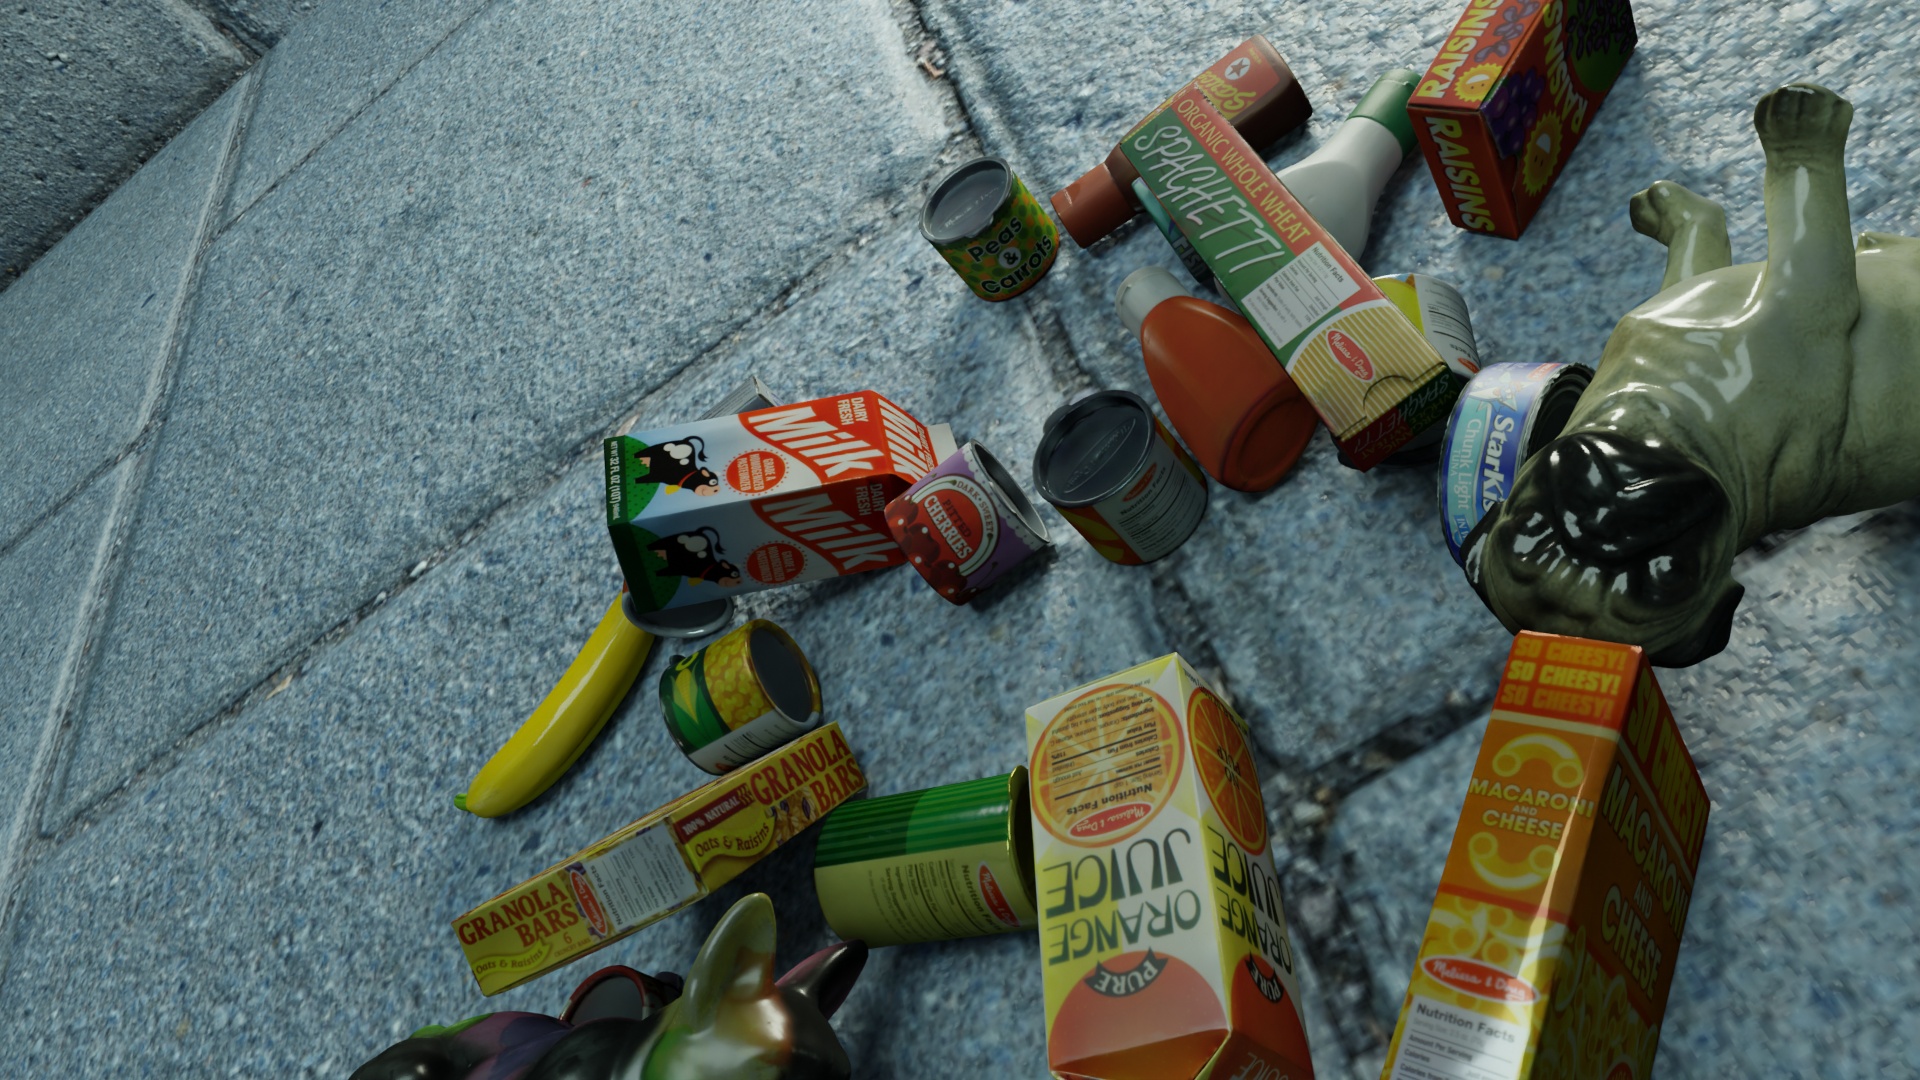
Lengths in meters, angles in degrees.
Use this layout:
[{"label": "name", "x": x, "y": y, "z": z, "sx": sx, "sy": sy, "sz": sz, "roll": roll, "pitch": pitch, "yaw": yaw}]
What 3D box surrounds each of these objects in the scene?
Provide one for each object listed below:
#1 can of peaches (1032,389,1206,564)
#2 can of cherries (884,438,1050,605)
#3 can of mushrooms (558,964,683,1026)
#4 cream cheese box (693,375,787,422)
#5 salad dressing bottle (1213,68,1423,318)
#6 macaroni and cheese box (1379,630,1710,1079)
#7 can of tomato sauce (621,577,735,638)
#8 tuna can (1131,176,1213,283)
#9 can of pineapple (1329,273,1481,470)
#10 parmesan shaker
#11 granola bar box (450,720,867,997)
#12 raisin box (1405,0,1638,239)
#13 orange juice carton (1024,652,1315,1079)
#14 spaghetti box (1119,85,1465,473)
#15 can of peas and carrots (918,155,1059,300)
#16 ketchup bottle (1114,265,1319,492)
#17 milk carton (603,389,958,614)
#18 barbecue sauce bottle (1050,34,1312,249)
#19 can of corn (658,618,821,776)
[{"label": "can of peaches", "x": 0.076, "y": -0.031, "z": 0.672, "sx": 0.071, "sy": 0.058, "sz": 0.071, "roll": -22, "pitch": 47, "yaw": 26}, {"label": "can of cherries", "x": 0.003, "y": -0.009, "z": 0.705, "sx": 0.058, "sy": 0.071, "sz": 0.072, "roll": -37, "pitch": 43, "yaw": 11}, {"label": "can of mushrooms", "x": -0.165, "y": 0.241, "z": 0.677, "sx": 0.071, "sy": 0.033, "sz": 0.071, "roll": -22, "pitch": 48, "yaw": 26}, {"label": "cream cheese box", "x": -0.151, "y": -0.054, "z": 0.878, "sx": 0.103, "sy": 0.053, "sz": 0.024, "roll": -35, "pitch": 41, "yaw": 13}, {"label": "salad dressing bottle", "x": 0.186, "y": -0.173, "z": 0.696, "sx": 0.148, "sy": 0.064, "sz": 0.044, "roll": -51, "pitch": -4, "yaw": -14}, {"label": "macaroni and cheese box", "x": 0.178, "y": 0.129, "z": 0.417, "sx": 0.040, "sy": 0.123, "sz": 0.167, "roll": 6, "pitch": 63, "yaw": 41}, {"label": "can of tomato sauce", "x": -0.169, "y": 0.008, "z": 0.834, "sx": 0.071, "sy": 0.071, "sz": 0.083, "roll": -25, "pitch": 47, "yaw": 23}, {"label": "tuna can", "x": 0.122, "y": -0.170, "z": 0.735, "sx": 0.033, "sy": 0.071, "sz": 0.071, "roll": -35, "pitch": 43, "yaw": 15}, {"label": "can of pineapple", "x": 0.190, "y": -0.073, "z": 0.606, "sx": 0.071, "sy": 0.071, "sz": 0.058, "roll": -19, "pitch": 49, "yaw": 28}, {"label": "parmesan shaker", "x": -0.005, "y": 0.136, "z": 0.601, "sx": 0.103, "sy": 0.071, "sz": 0.071, "roll": -16, "pitch": 50, "yaw": 31}, {"label": "granola bar box", "x": -0.131, "y": 0.142, "z": 0.641, "sx": 0.124, "sy": 0.166, "sz": 0.039, "roll": -28, "pitch": 87, "yaw": 20}, {"label": "raisin box", "x": 0.262, "y": -0.216, "z": 0.641, "sx": 0.040, "sy": 0.086, "sz": 0.123, "roll": 24, "pitch": 76, "yaw": 42}, {"label": "orange juice carton", "x": 0.077, "y": 0.148, "z": 0.523, "sx": 0.073, "sy": 0.071, "sz": 0.194, "roll": -24, "pitch": 46, "yaw": 24}, {"label": "spaghetti box", "x": 0.137, "y": -0.127, "z": 0.617, "sx": 0.050, "sy": 0.028, "sz": 0.251, "roll": -36, "pitch": 43, "yaw": 14}, {"label": "can of peas and carrots", "x": 0.019, "y": -0.186, "z": 0.837, "sx": 0.071, "sy": 0.058, "sz": 0.071, "roll": -21, "pitch": 49, "yaw": 26}, {"label": "ketchup bottle", "x": 0.120, "y": -0.088, "z": 0.686, "sx": 0.064, "sy": 0.043, "sz": 0.149, "roll": -62, "pitch": 32, "yaw": 26}, {"label": "milk carton", "x": -0.092, "y": -0.025, "z": 0.763, "sx": 0.191, "sy": 0.073, "sz": 0.073, "roll": -11, "pitch": 46, "yaw": -6}, {"label": "barbecue sauce bottle", "x": 0.122, "y": -0.222, "z": 0.792, "sx": 0.148, "sy": 0.043, "sz": 0.065, "roll": -32, "pitch": 45, "yaw": 16}, {"label": "can of corn", "x": -0.117, "y": 0.080, "z": 0.735, "sx": 0.058, "sy": 0.071, "sz": 0.071, "roll": -29, "pitch": 45, "yaw": 18}]
